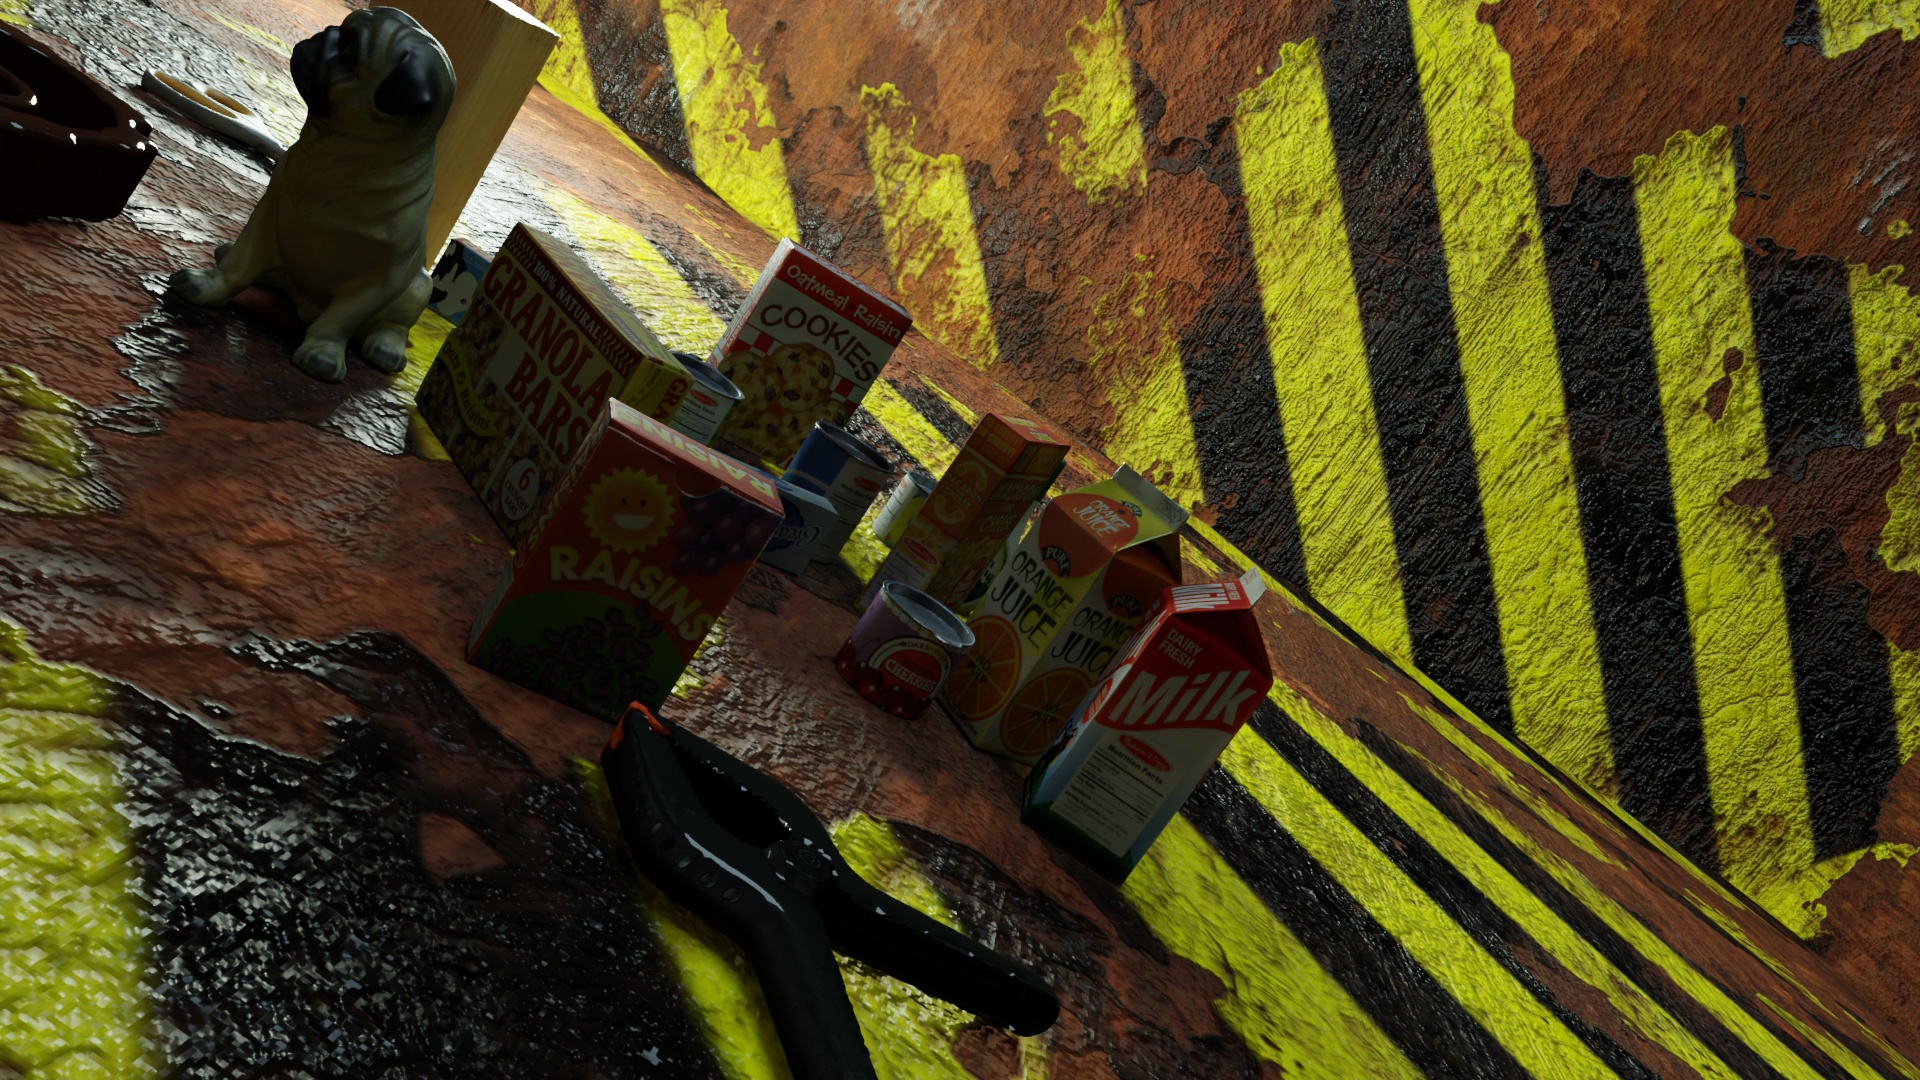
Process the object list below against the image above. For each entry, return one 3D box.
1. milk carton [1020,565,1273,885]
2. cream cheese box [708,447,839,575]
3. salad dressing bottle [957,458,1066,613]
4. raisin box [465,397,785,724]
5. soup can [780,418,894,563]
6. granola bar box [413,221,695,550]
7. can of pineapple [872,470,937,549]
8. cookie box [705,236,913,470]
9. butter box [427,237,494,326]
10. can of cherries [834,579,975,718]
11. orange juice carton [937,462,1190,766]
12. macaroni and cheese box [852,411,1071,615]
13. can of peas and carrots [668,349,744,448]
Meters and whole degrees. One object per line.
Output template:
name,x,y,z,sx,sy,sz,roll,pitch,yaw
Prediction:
milk carton,0.119,0.097,0.812,0.073,0.190,0.072,34,11,-1
cream cheese box,-0.135,-0.018,0.914,0.104,0.053,0.024,24,15,-40
salad dressing bottle,0.028,-0.012,1.102,0.064,0.147,0.044,35,11,1
raisin box,-0.145,0.012,0.600,0.086,0.123,0.040,29,12,-24
soup can,-0.100,-0.036,1.010,0.071,0.083,0.071,33,12,-8
granola bar box,-0.226,-0.082,0.753,0.039,0.124,0.166,21,18,-50
can of pineapple,-0.031,-0.016,1.178,0.071,0.057,0.071,33,12,-8
cookie box,-0.136,-0.149,1.153,0.123,0.167,0.040,28,13,-30
butter box,-0.324,-0.164,0.984,0.103,0.053,0.024,33,11,-7
can of cherries,-0.034,0.067,0.841,0.071,0.058,0.071,33,12,-8
orange juice carton,0.069,0.044,0.881,0.073,0.192,0.072,24,15,-41
macaroni and cheese box,0.004,-0.012,0.992,0.040,0.166,0.124,37,12,13
can of peas and carrots,-0.206,-0.101,1.042,0.071,0.058,0.071,33,12,-8
